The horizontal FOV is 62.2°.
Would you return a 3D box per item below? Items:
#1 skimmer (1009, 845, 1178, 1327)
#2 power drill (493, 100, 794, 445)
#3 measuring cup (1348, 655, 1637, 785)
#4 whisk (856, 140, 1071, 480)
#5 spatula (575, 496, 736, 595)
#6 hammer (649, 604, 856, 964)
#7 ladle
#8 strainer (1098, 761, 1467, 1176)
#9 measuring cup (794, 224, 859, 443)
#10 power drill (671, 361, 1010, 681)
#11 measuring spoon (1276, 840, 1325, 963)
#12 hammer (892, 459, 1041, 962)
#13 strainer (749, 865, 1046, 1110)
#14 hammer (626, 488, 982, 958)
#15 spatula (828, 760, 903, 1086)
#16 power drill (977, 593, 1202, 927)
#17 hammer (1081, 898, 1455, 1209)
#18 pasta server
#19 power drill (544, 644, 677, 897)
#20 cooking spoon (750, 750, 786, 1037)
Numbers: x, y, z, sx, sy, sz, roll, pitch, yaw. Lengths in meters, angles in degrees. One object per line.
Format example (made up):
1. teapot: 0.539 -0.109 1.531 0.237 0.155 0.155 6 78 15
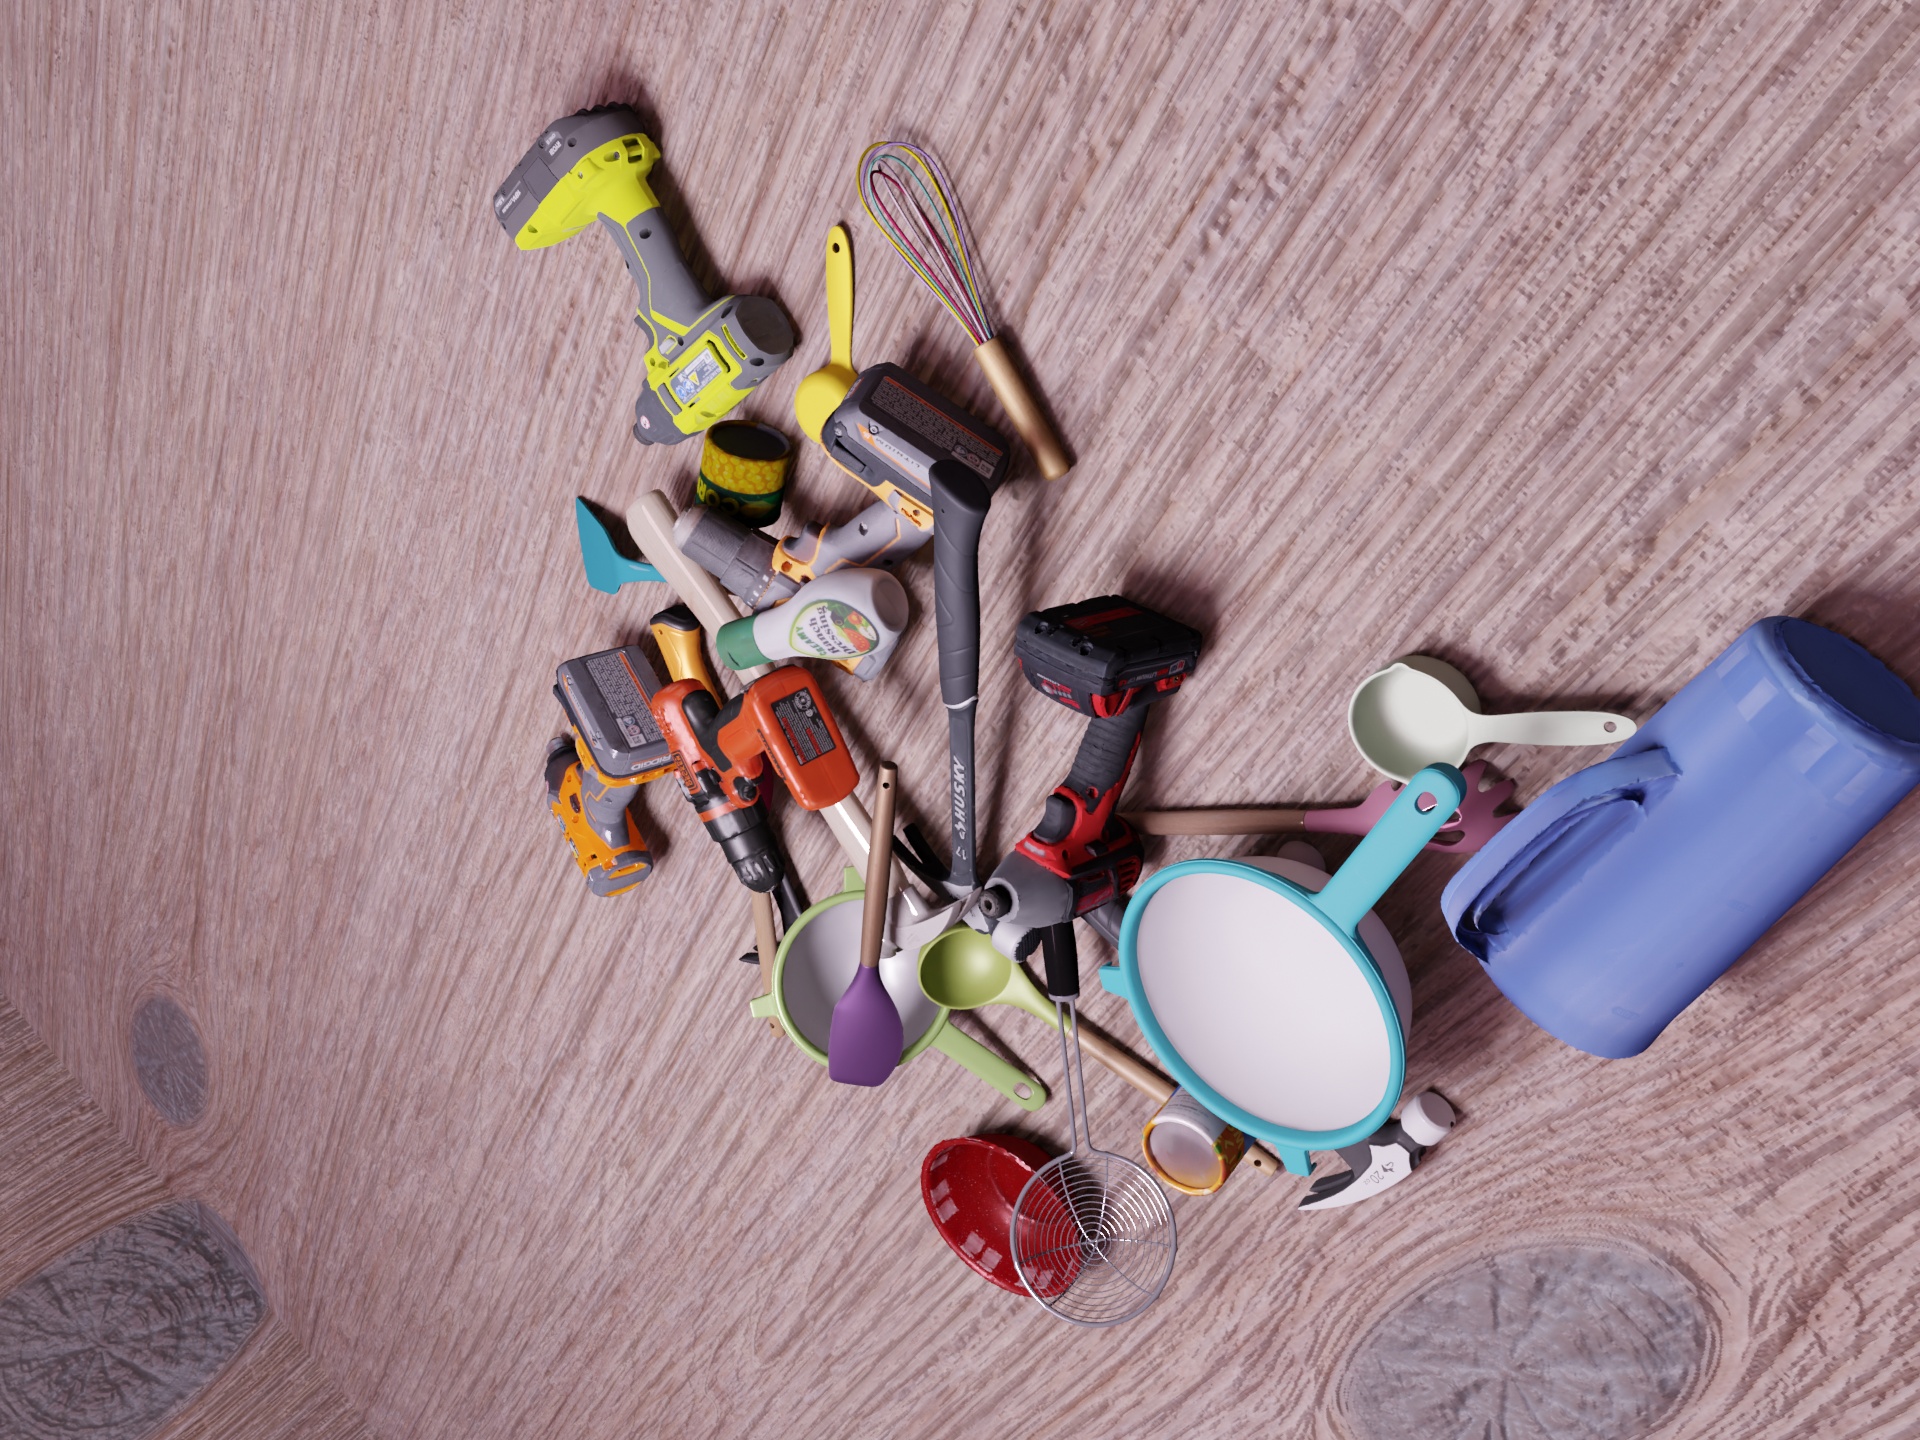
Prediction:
1. skimmer: 0.086 0.270 1.179 0.127 0.090 0.363 -6 107 3
2. power drill: -0.239 -0.321 1.178 0.171 0.080 0.223 -28 98 43
3. measuring cup: 0.316 -0.003 0.943 0.168 0.038 0.083 1 113 36
4. whisk: 0.002 -0.265 1.042 0.051 0.047 0.245 -23 101 41
5. spatula: -0.205 -0.121 1.295 0.318 0.044 0.082 11 119 28
6. hammer: -0.196 0.062 1.376 0.127 0.034 0.336 -9 107 39
7. ladle: 0.104 0.259 1.236 0.320 0.062 0.078 33 110 16
8. strainer: 0.235 0.127 1.004 0.211 0.095 0.340 44 136 18
9. measuring cup: -0.093 -0.268 1.121 0.062 0.029 0.156 21 126 28
10. power drill: -0.090 -0.144 1.121 0.185 0.084 0.226 32 133 -8
11. measuring spoon: 0.234 0.140 1.095 0.034 0.018 0.124 9 119 34
12. hammer: -0.002 -0.004 1.127 0.149 0.036 0.408 34 142 34
13. strainer: -0.038 0.244 1.333 0.256 0.151 0.069 35 176 -4
14. hammer: -0.131 -0.004 1.233 0.410 0.038 0.146 57 145 1
15. spatula: -0.065 0.165 1.214 0.060 0.018 0.315 7 122 1
16. power drill: 0.078 0.036 1.062 0.079 0.143 0.219 28 120 36
17. hammer: 0.186 0.217 1.162 0.335 0.035 0.146 41 131 13
18. pasta server: 0.214 0.065 1.067 0.316 0.040 0.060 -4 110 43
19. power drill: -0.319 0.035 1.411 0.164 0.084 0.226 57 145 24
20. cooking spoon: -0.173 0.138 1.363 0.069 0.017 0.318 12 119 31
